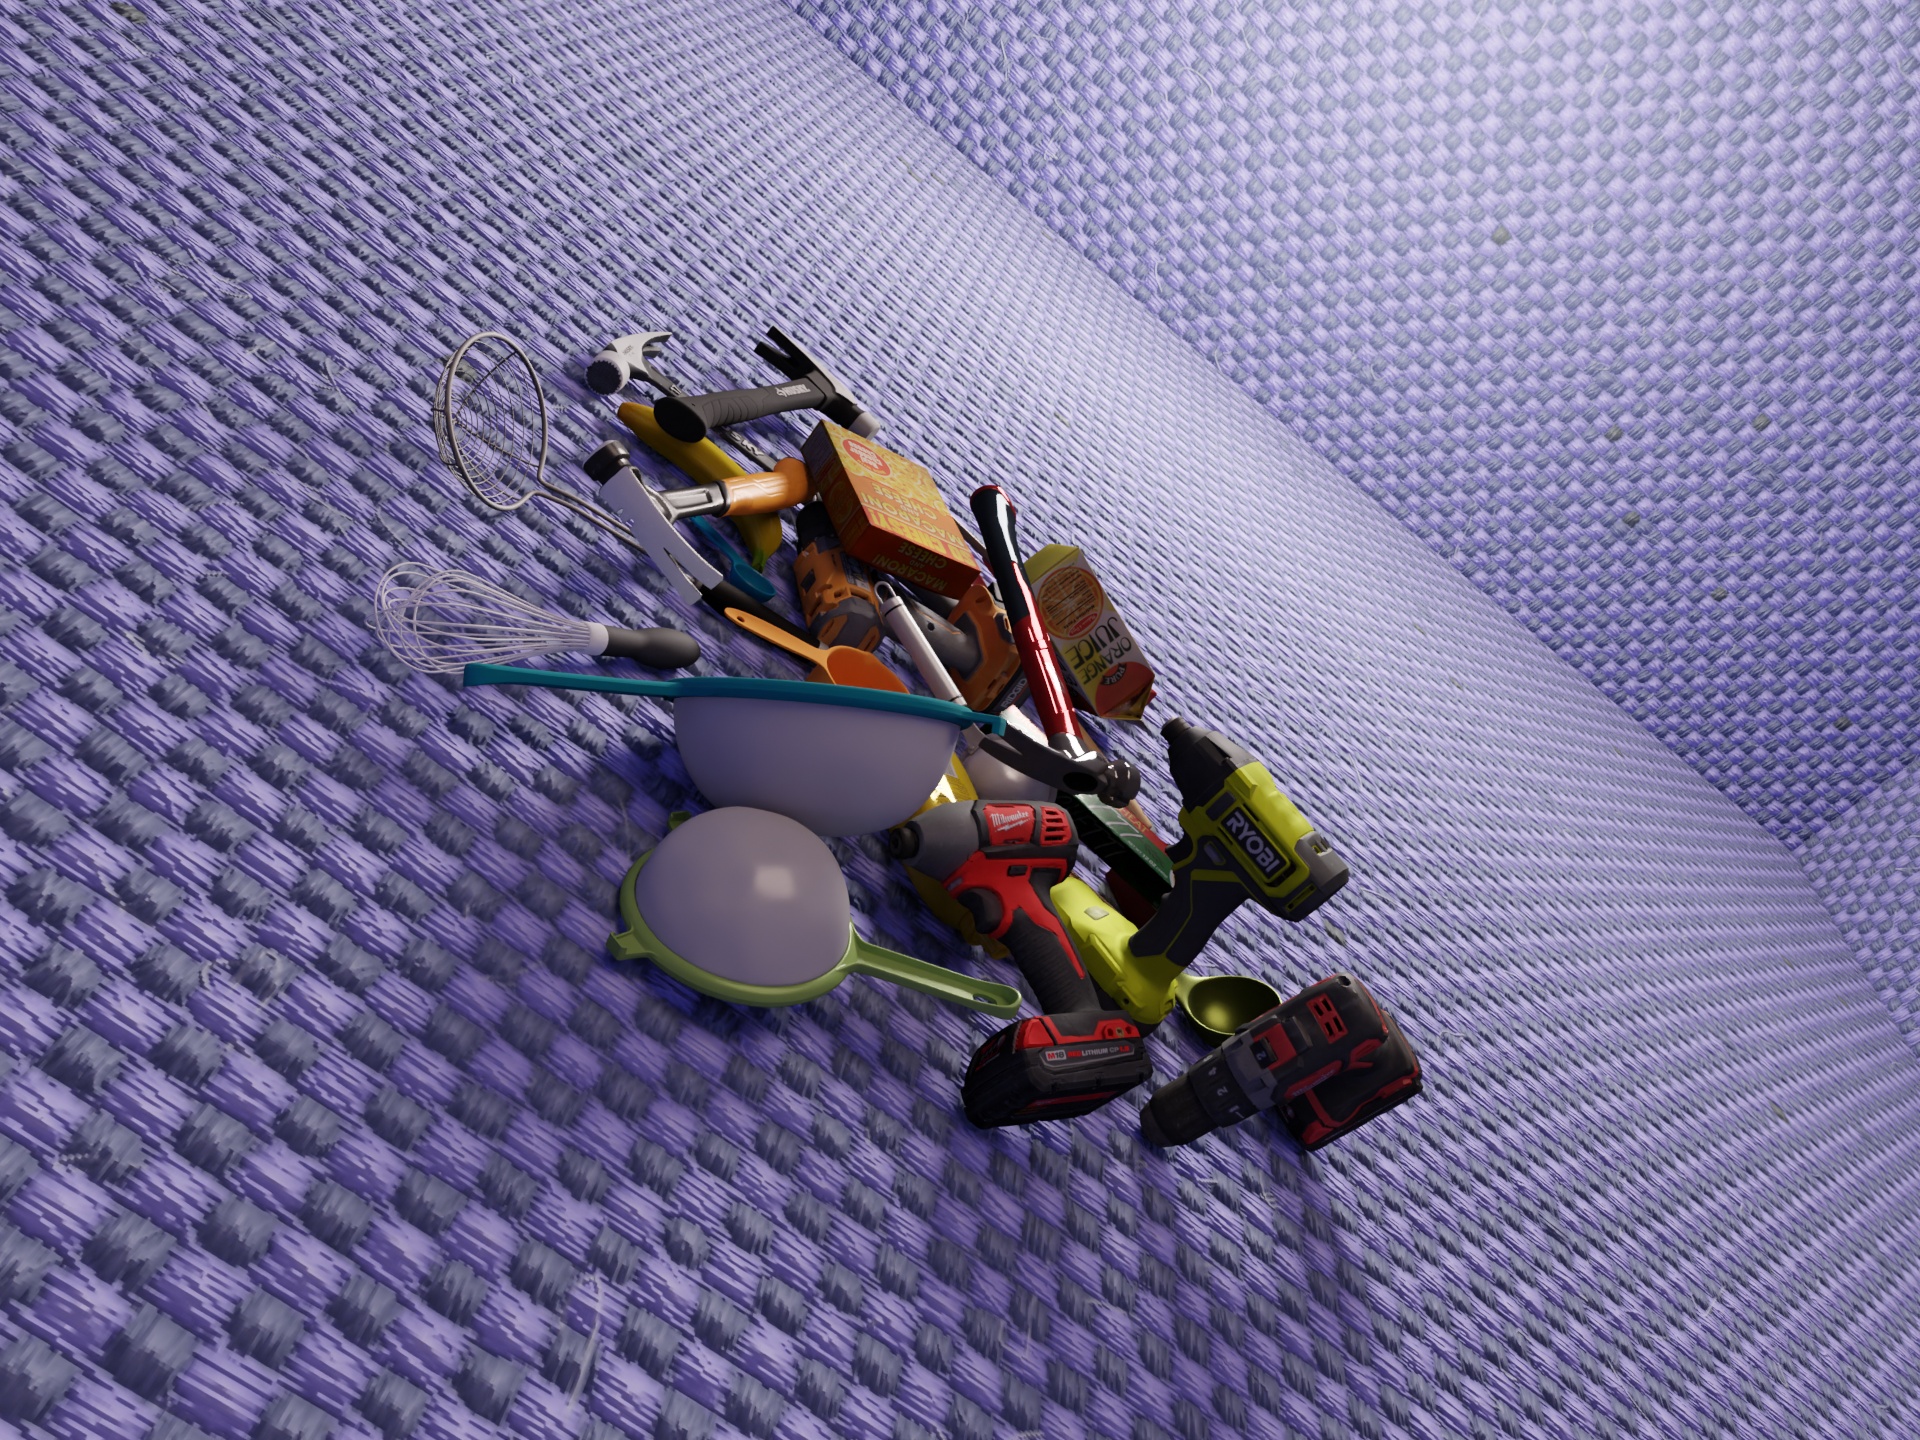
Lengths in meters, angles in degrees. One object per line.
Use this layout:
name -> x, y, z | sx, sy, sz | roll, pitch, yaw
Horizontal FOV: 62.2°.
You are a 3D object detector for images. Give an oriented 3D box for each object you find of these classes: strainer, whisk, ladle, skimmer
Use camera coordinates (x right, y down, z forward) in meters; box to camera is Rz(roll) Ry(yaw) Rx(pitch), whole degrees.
strainer -> -0.002, -0.004, 1.284 | 0.258, 0.087, 0.050 | 58, 10, 9
whisk -> -0.272, -0.059, 1.064 | 0.070, 0.070, 0.284 | 54, 24, 22
strainer -> -0.154, 0.023, 1.037 | 0.340, 0.211, 0.095 | 6, 86, -30
ladle -> 0.088, -0.020, 1.527 | 0.316, 0.031, 0.069 | 55, 13, 18
skimmer -> -0.236, -0.152, 1.207 | 0.363, 0.090, 0.127 | 32, 49, -23
strainer -> -0.076, 0.117, 0.970 | 0.256, 0.069, 0.152 | 19, 28, -3
ladle -> 0.127, 0.153, 1.293 | 0.320, 0.062, 0.078 | 42, 40, 4

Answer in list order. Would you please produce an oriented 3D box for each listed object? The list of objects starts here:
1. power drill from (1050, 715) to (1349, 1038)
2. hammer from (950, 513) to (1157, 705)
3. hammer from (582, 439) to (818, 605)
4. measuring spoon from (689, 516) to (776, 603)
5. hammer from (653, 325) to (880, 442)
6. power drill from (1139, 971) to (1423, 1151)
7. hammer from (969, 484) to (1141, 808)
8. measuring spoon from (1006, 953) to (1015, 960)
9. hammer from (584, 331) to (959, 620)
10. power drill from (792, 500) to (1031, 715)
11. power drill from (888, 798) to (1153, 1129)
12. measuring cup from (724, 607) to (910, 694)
power drill -> 0.155, 0.120, 1.188 | 0.171, 0.223, 0.080 | 51, 27, 16
hammer -> 0.061, -0.135, 1.626 | 0.359, 0.036, 0.149 | 43, 3, -11
hammer -> -0.178, -0.172, 1.268 | 0.127, 0.034, 0.337 | 52, 19, -1
measuring spoon -> -0.201, -0.136, 1.324 | 0.129, 0.021, 0.042 | 46, 18, 27
hammer -> -0.191, -0.299, 1.477 | 0.146, 0.035, 0.335 | 45, 24, 3
power drill -> 0.244, 0.268, 1.191 | 0.226, 0.188, 0.080 | 34, 25, -59
hammer -> 0.045, -0.087, 1.362 | 0.143, 0.038, 0.387 | 23, 33, -31
measuring spoon -> 0.028, 0.142, 1.224 | 0.034, 0.018, 0.124 | 11, 31, -24
hammer -> -0.158, -0.223, 1.486 | 0.408, 0.036, 0.149 | 37, 26, -13
power drill -> -0.047, -0.105, 1.415 | 0.226, 0.084, 0.186 | 19, 33, -31
power drill -> 0.034, 0.154, 1.072 | 0.143, 0.078, 0.220 | 4, 57, -36
measuring cup -> -0.118, -0.029, 1.232 | 0.173, 0.052, 0.095 | 29, 28, -21
